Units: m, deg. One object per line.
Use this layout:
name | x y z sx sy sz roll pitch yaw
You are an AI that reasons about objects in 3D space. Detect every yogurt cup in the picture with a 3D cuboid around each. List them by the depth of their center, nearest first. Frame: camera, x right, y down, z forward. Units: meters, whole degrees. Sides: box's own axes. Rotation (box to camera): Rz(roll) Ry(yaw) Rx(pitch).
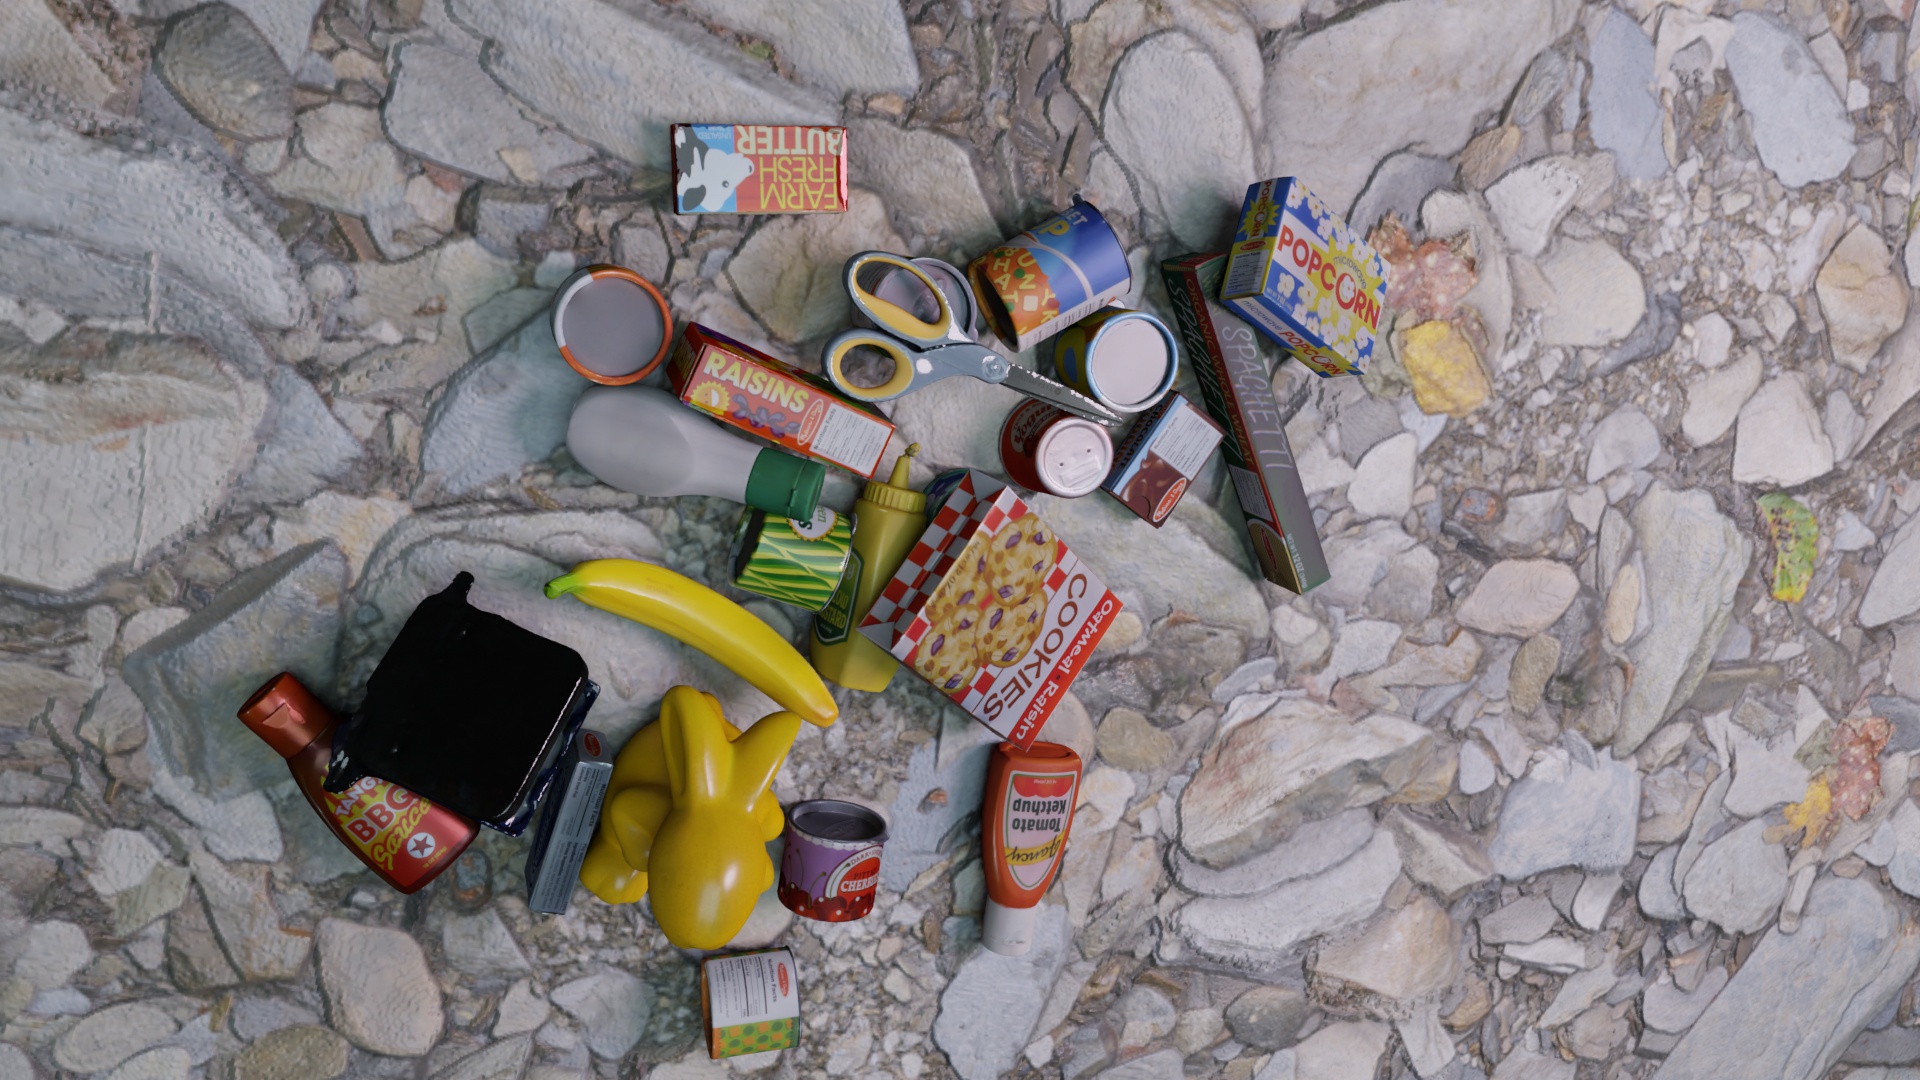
yogurt cup | 0.065 -0.059 0.912 0.072 0.054 0.072 -5 105 -17

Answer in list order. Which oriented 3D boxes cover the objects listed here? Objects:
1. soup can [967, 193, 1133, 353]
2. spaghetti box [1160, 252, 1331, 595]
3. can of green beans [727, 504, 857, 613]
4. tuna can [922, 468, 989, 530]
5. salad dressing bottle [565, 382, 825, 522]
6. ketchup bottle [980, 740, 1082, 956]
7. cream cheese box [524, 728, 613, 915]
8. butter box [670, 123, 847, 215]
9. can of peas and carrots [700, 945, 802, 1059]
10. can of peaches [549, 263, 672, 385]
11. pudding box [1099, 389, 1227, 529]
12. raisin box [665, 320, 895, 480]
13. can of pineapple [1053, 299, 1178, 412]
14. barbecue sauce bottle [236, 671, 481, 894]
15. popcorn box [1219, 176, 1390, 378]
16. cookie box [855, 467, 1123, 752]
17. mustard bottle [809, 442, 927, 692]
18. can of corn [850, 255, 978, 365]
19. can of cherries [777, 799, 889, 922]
soup can | 0.054 -0.168 0.876 0.084 0.071 0.071 -30 111 -9
spaghetti box | 0.197 -0.079 0.954 0.029 0.050 0.249 -27 110 -12
can of green beans | -0.106 0.006 0.864 0.058 0.071 0.071 20 96 -21
tuna can | 0.003 -0.011 0.915 0.071 0.033 0.071 -5 104 -18
salad dressing bottle | -0.155 -0.049 0.817 0.148 0.044 0.064 18 109 3
ketchup bottle | 0.043 0.217 0.978 0.065 0.043 0.148 5 102 -20
cream cheese box | -0.245 0.175 0.866 0.024 0.053 0.103 16 98 -23
butter box | -0.119 -0.221 0.827 0.104 0.024 0.053 -5 105 -17
can of peas and carrots | -0.141 0.310 0.928 0.059 0.071 0.070 -3 104 -17
can of peaches | -0.201 -0.125 0.805 0.071 0.058 0.071 -4 104 -17
pudding box | 0.137 -0.057 0.950 0.049 0.030 0.083 34 91 -24
raisin box | -0.109 -0.084 0.831 0.123 0.086 0.040 23 100 -22
can of pineapple | 0.101 -0.121 0.907 0.071 0.058 0.070 -4 104 -17
barbecue sauce bottle | -0.359 0.141 0.825 0.065 0.044 0.148 -43 112 -11
popcorn box | 0.230 -0.171 0.918 0.126 0.038 0.085 26 74 -39
cookie box | 0.024 0.049 0.893 0.123 0.040 0.167 -55 137 -7
mustard bottle | -0.054 0.013 0.887 0.049 0.065 0.160 12 95 -35
can of corn | -0.028 -0.141 0.859 0.071 0.058 0.071 -4 104 -17
can of cherries | -0.083 0.212 0.920 0.071 0.071 0.058 6 102 -20
